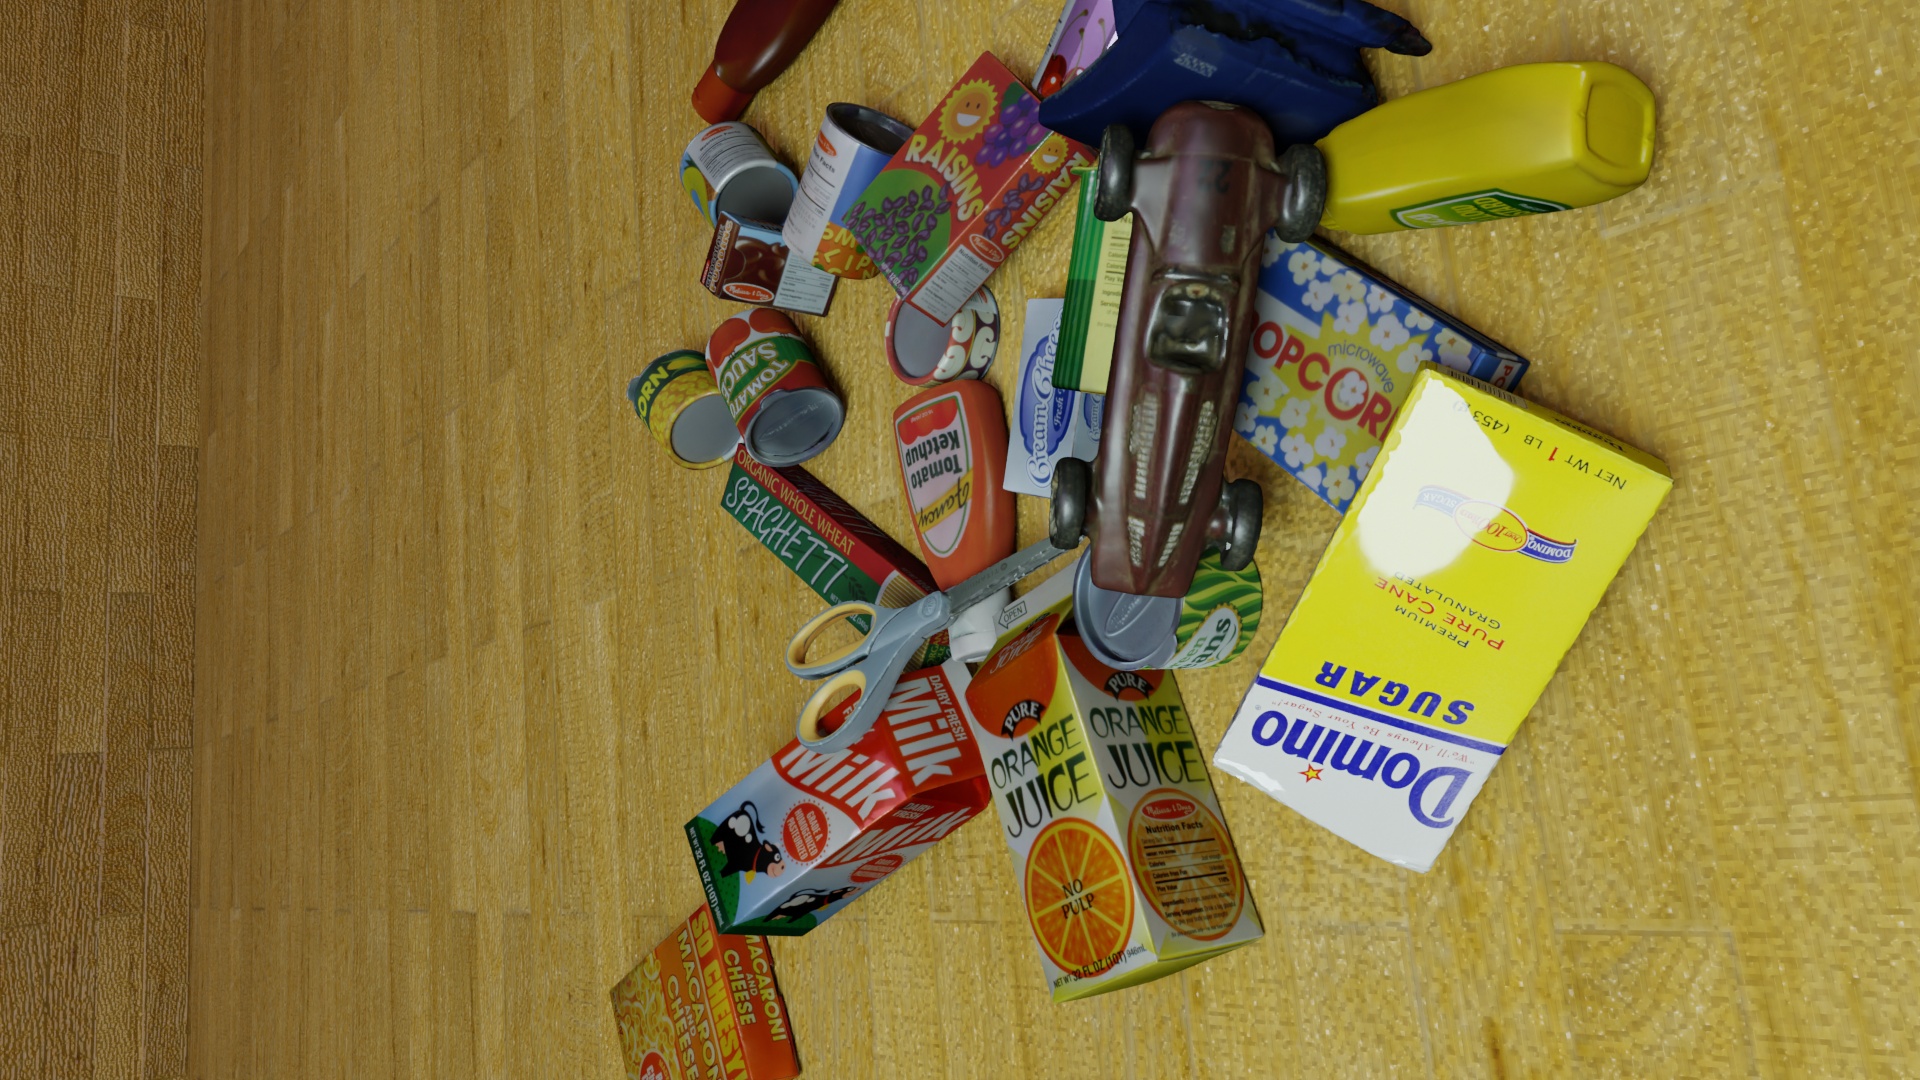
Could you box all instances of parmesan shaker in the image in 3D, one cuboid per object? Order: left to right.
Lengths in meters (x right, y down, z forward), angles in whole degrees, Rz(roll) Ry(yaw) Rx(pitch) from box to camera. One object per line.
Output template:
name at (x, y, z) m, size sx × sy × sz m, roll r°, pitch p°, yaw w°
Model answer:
parmesan shaker at (0.079, -0.119, 0.655) m, size 0.071 × 0.071 × 0.103 m, roll 16°, pitch 99°, yaw 49°

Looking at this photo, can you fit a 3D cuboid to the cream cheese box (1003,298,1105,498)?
cream cheese box at (0.053, -0.072, 0.718) m, size 0.053 × 0.024 × 0.103 m, roll 12°, pitch 95°, yaw 53°

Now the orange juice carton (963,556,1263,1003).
orange juice carton at (0.063, 0.107, 0.653) m, size 0.071 × 0.073 × 0.193 m, roll -39°, pitch 58°, yaw 41°

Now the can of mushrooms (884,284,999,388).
can of mushrooms at (-0.012, -0.116, 0.792) m, size 0.071 × 0.033 × 0.071 m, roll -5°, pitch 83°, yaw 49°

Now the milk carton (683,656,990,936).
milk carton at (-0.057, 0.143, 0.771) m, size 0.190 × 0.073 × 0.072 m, roll -39°, pitch 57°, yaw 20°

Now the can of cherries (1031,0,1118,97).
can of cherries at (0.077, -0.233, 0.672) m, size 0.072 × 0.071 × 0.058 m, roll 47°, pitch 122°, yaw 41°

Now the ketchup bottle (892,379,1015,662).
ketchup bottle at (0.003, -0.009, 0.757) m, size 0.064 × 0.043 × 0.149 m, roll -21°, pitch 71°, yaw 37°

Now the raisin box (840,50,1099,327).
raisin box at (0.003, -0.189, 0.749) m, size 0.123 × 0.040 × 0.086 m, roll -47°, pitch 50°, yaw 15°

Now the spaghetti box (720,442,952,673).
spaghetti box at (-0.078, 0.006, 0.864) m, size 0.250 × 0.029 × 0.050 m, roll 36°, pitch 113°, yaw 45°

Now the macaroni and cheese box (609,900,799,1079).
macaroni and cheese box at (-0.178, 0.332, 0.945) m, size 0.165 × 0.040 × 0.124 m, roll -46°, pitch 54°, yaw 38°

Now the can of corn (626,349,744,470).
can of corn at (-0.190, -0.091, 0.973) m, size 0.058 × 0.071 × 0.071 m, roll 47°, pitch 122°, yaw 40°

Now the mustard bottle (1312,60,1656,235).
mustard bottle at (0.183, -0.147, 0.543) m, size 0.160 × 0.065 × 0.049 m, roll 5°, pitch 92°, yaw 58°

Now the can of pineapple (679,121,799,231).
can of pineapple at (-0.149, -0.240, 0.942) m, size 0.058 × 0.071 × 0.070 m, roll 54°, pitch 126°, yaw 38°

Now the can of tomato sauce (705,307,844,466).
can of tomato sauce at (-0.122, -0.100, 0.893) m, size 0.071 × 0.071 × 0.083 m, roll -55°, pitch 48°, yaw 31°

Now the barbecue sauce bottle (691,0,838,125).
barbecue sauce bottle at (-0.137, -0.346, 0.954) m, size 0.148 × 0.044 × 0.065 m, roll -40°, pitch 58°, yaw 41°

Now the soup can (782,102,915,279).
soup can at (-0.061, -0.208, 0.833) m, size 0.071 × 0.071 × 0.083 m, roll 55°, pitch 131°, yaw 37°

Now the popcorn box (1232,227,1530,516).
popcorn box at (0.159, -0.069, 0.580) m, size 0.127 × 0.038 × 0.085 m, roll 47°, pitch 122°, yaw 41°

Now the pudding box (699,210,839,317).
pudding box at (-0.118, -0.175, 0.884) m, size 0.030 × 0.084 × 0.049 m, roll 41°, pitch 118°, yaw 44°

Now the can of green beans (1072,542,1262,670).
can of green beans at (0.094, 0.026, 0.634) m, size 0.071 × 0.058 × 0.071 m, roll -6°, pitch 82°, yaw 50°
